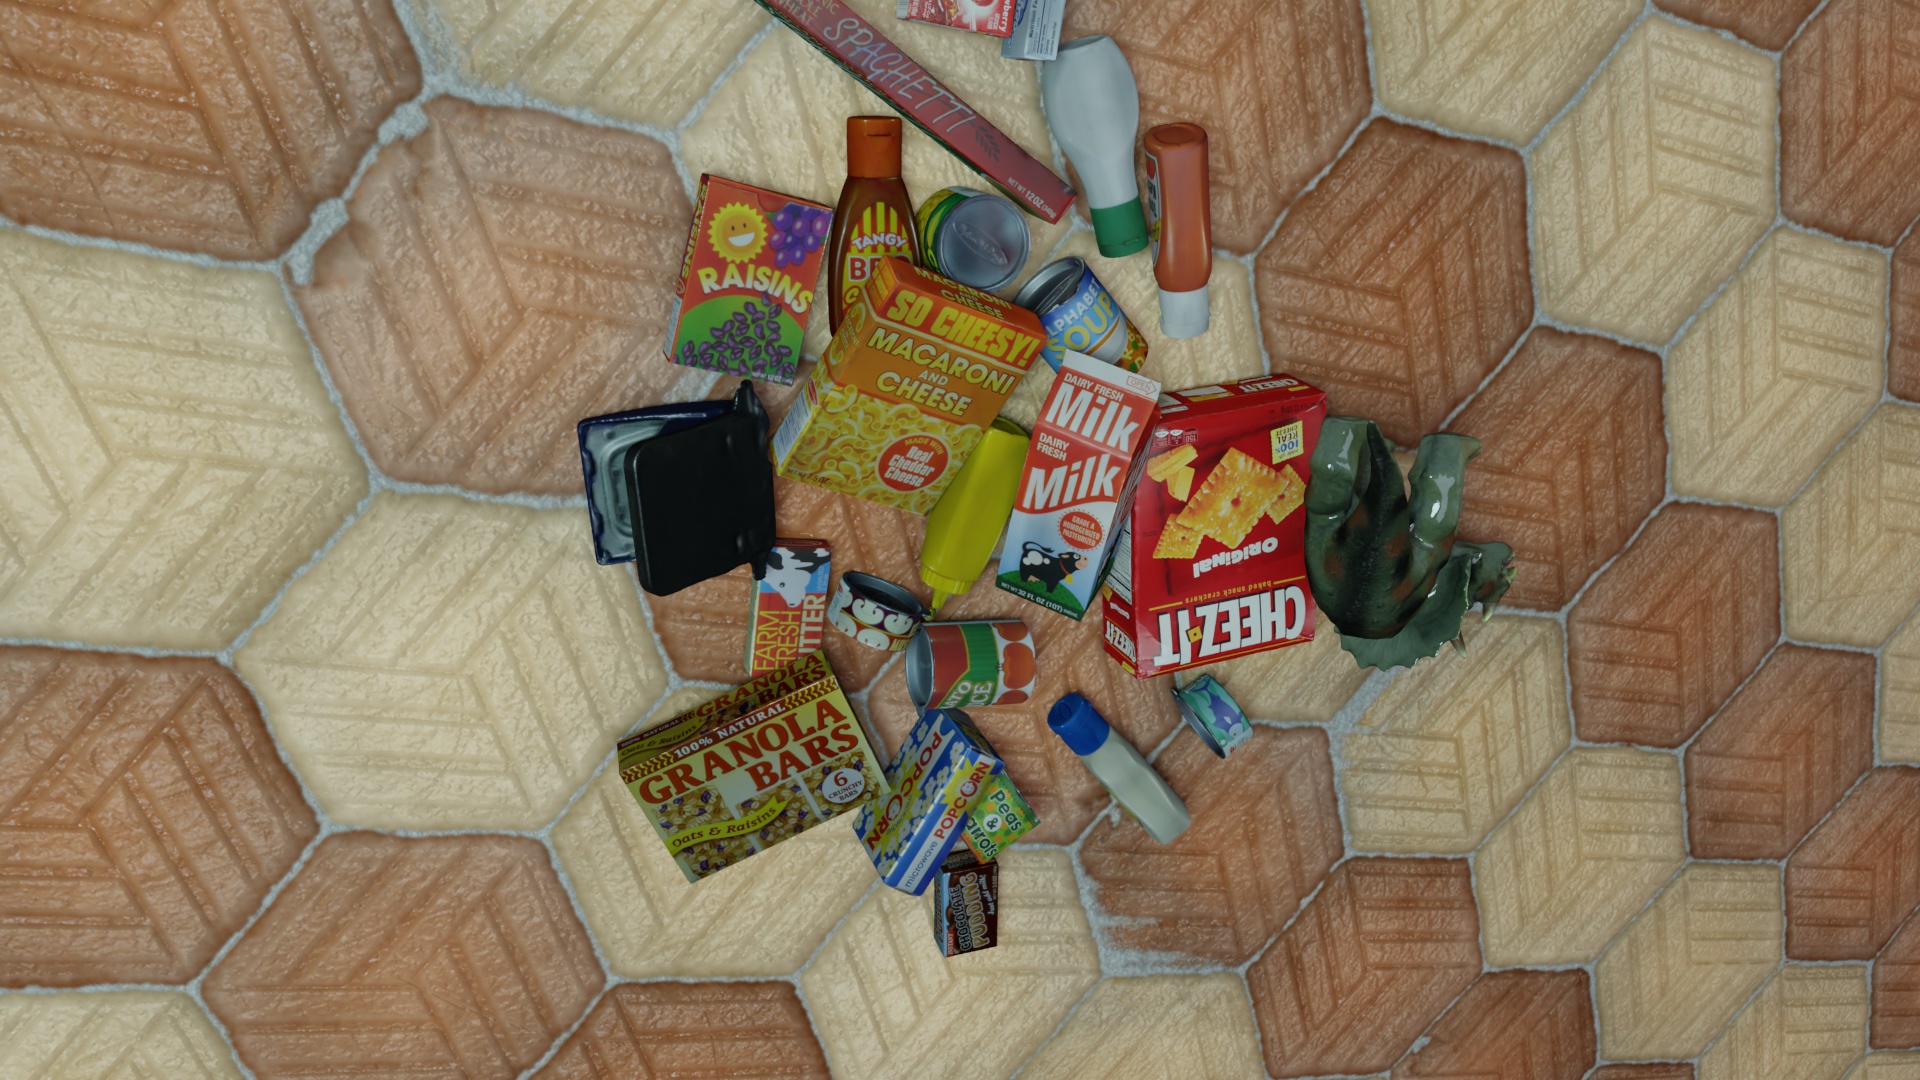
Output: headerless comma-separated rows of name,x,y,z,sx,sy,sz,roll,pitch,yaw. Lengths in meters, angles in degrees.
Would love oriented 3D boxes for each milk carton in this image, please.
milk carton,0.086,-0.043,0.982,0.072,0.074,0.189,22,129,13

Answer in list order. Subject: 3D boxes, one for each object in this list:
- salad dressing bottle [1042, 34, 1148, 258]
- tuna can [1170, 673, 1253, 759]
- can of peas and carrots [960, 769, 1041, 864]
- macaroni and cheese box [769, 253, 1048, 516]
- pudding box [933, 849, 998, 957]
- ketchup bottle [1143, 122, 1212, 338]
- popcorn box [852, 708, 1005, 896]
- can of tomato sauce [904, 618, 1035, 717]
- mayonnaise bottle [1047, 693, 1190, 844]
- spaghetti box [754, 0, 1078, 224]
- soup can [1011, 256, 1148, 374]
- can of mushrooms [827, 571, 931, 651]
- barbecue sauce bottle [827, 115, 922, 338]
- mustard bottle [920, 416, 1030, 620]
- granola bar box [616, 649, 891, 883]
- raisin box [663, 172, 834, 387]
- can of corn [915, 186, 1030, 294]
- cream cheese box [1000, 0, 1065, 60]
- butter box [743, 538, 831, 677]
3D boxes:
salad dressing bottle,0.099,-0.272,0.968,0.064,0.044,0.147,-21,116,-8
tuna can,0.208,0.143,1.149,0.033,0.071,0.071,-36,117,-5
can of peas and carrots,0.022,0.214,1.102,0.059,0.071,0.070,-35,117,-4
macaroni and cheese box,-0.037,-0.101,0.943,0.124,0.040,0.165,15,125,-32
pudding box,0.004,0.299,1.149,0.050,0.030,0.083,-6,111,-17
ketchup bottle,0.159,-0.220,1.000,0.043,0.065,0.148,-6,121,4
popcorn box,-0.026,0.196,1.069,0.038,0.085,0.126,29,97,-28
can of tomato sauce,0.007,0.095,1.054,0.083,0.071,0.071,-1,110,-20
mayonnaise bottle,0.128,0.185,1.137,0.041,0.065,0.148,-42,113,3
spaghetti box,-0.028,-0.291,0.909,0.250,0.050,0.028,32,98,-27
soup can,0.086,-0.149,0.991,0.071,0.071,0.083,-44,118,0
can of mushrooms,-0.060,0.053,1.014,0.071,0.071,0.033,19,103,-25
barbecue sauce bottle,-0.058,-0.208,0.933,0.065,0.044,0.148,-4,110,-14
mustard bottle,0.004,-0.013,1.018,0.049,0.065,0.159,12,110,-24
granola bar box,-0.150,0.167,1.024,0.166,0.039,0.123,-24,123,-4
raisin box,-0.141,-0.171,0.918,0.086,0.040,0.123,10,105,-22
can of corn,0.005,-0.204,0.949,0.071,0.058,0.071,-7,112,-18
cream cheese box,0.052,-0.368,0.909,0.024,0.053,0.103,2,108,-19
butter box,-0.126,0.049,1.013,0.053,0.024,0.103,1,108,-20
